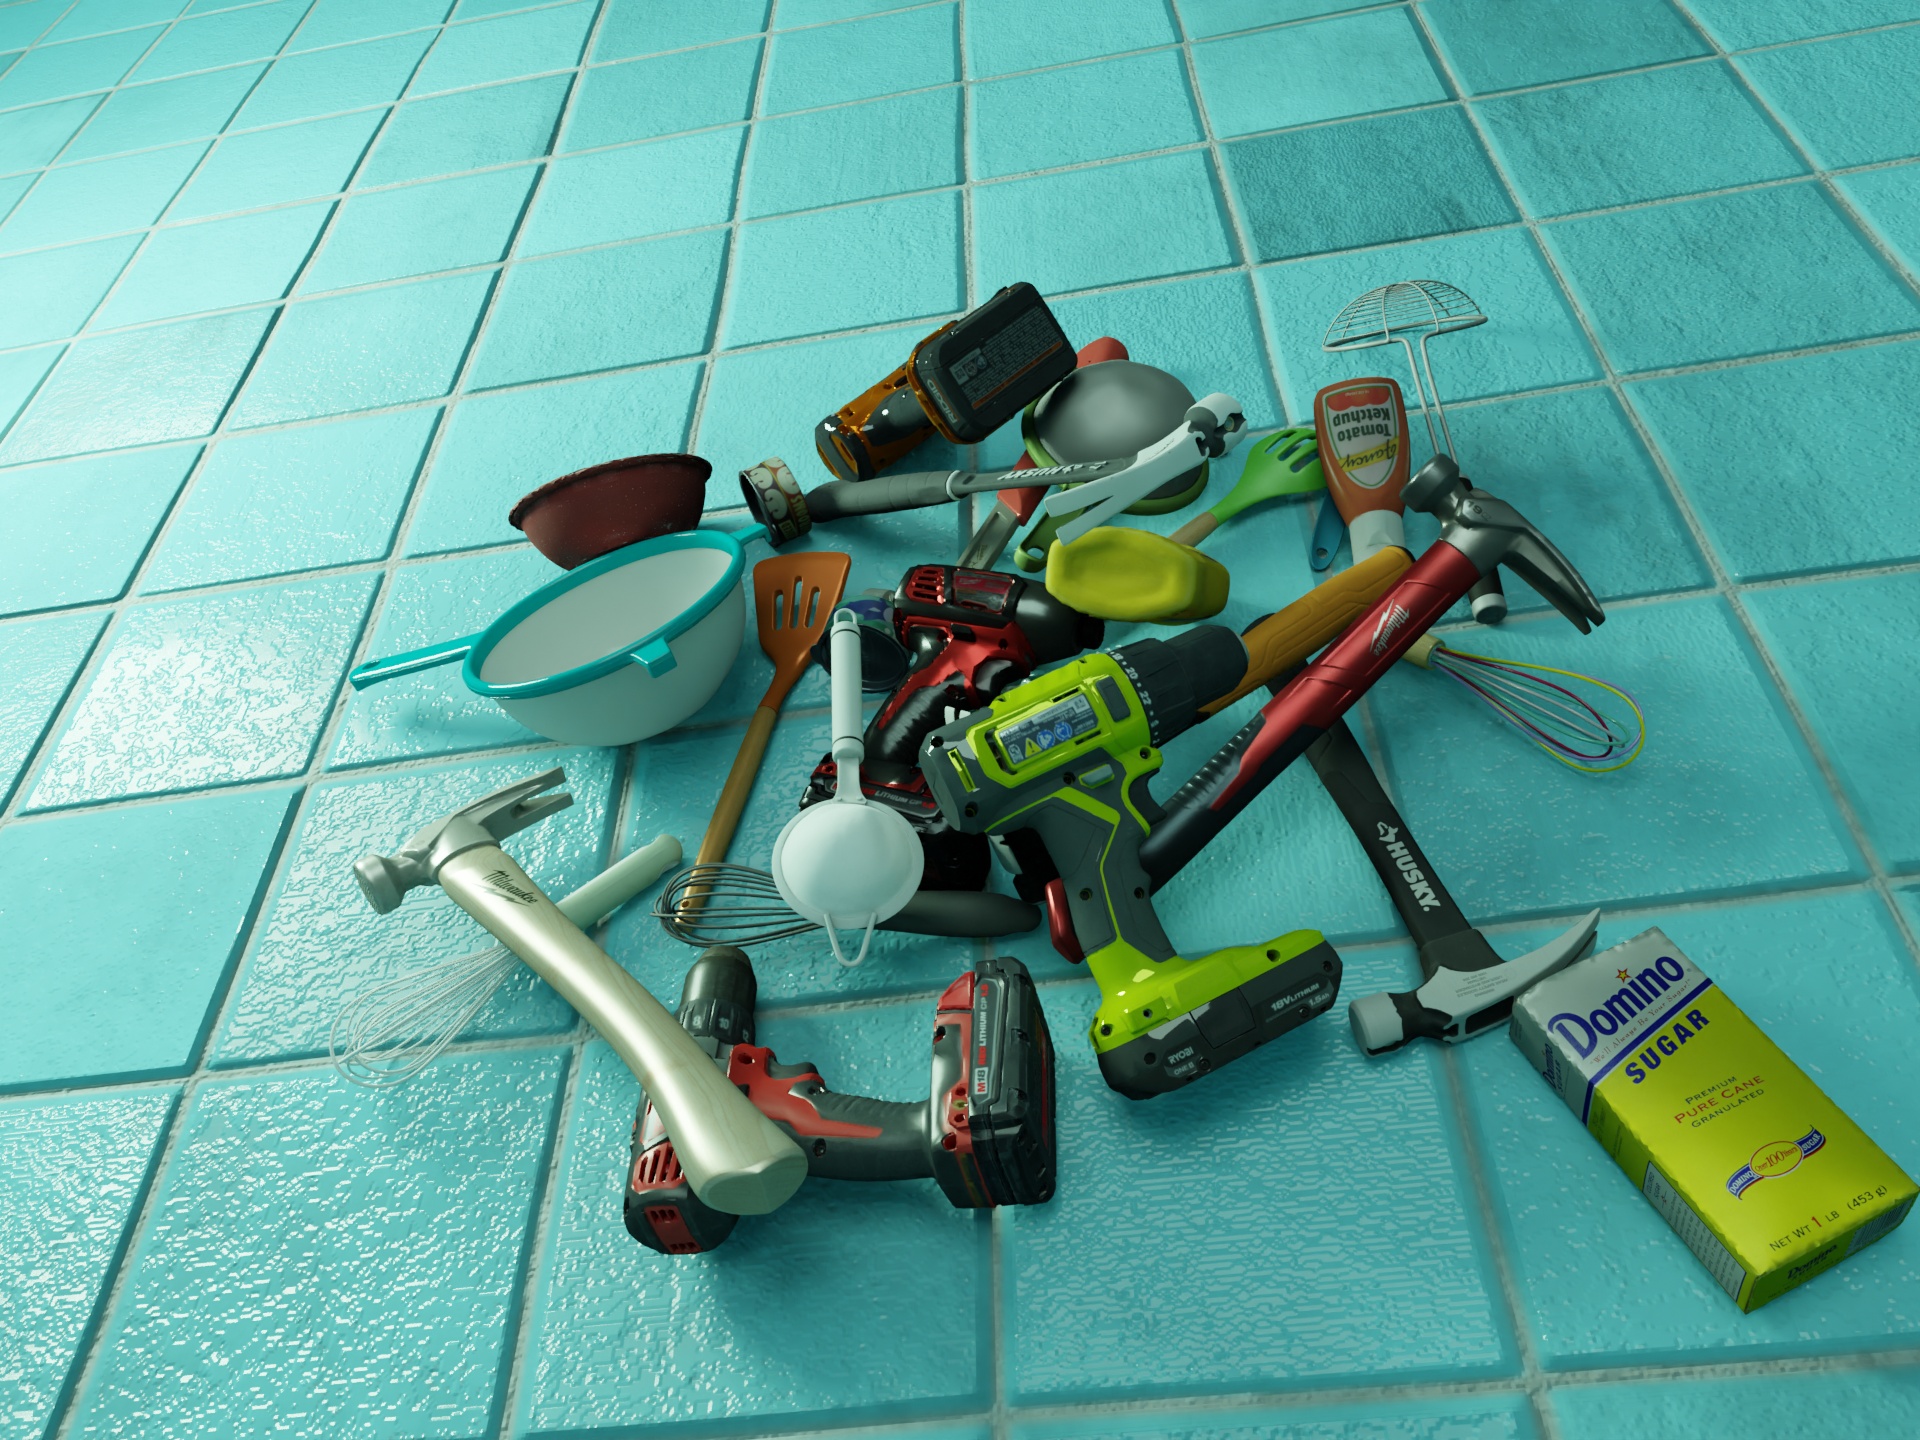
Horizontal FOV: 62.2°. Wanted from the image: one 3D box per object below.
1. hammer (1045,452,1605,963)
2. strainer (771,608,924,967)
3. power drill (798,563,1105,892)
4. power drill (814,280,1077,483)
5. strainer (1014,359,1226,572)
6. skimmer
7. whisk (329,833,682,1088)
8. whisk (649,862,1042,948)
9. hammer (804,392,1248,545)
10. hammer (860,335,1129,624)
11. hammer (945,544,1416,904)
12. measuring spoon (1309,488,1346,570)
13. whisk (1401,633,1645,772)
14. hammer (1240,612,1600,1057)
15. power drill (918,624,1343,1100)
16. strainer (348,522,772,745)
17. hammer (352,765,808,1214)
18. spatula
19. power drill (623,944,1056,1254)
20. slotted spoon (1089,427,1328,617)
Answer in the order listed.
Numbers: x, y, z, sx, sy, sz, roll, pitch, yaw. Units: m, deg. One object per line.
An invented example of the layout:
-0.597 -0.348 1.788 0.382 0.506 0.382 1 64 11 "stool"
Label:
0.206 0.012 0.937 0.386 0.038 0.143 -43 79 -11 "hammer"
-0.068 0.024 0.944 0.087 0.050 0.259 -1 48 -4 "strainer"
-0.002 -0.003 1.018 0.143 0.078 0.220 10 59 23 "power drill"
-0.006 -0.265 1.244 0.164 0.084 0.226 -40 15 -24 "power drill"
0.104 -0.197 1.162 0.151 0.069 0.256 29 46 7 "strainer"
0.356 -0.203 1.186 0.127 0.090 0.364 -9 55 10 "skimmer"
-0.277 0.143 0.991 0.246 0.057 0.059 -35 82 -25 "whisk"
-0.070 0.116 0.962 0.239 0.055 0.055 1 46 5 "whisk"
0.006 -0.162 1.113 0.149 0.036 0.409 -36 23 -30 "hammer"
0.062 -0.185 1.229 0.149 0.036 0.359 7 47 30 "hammer"
0.149 -0.026 0.973 0.337 0.127 0.034 -31 17 -19 "hammer"
0.275 -0.160 1.164 0.042 0.021 0.129 18 68 6 "measuring spoon"
0.321 -0.030 1.017 0.051 0.047 0.245 -28 40 -30 "whisk"
0.248 0.046 0.962 0.146 0.035 0.335 -17 44 -2 "hammer"
0.108 0.068 0.861 0.190 0.080 0.228 -24 79 -12 "power drill"
-0.290 -0.032 1.143 0.340 0.095 0.211 -11 29 24 "strainer"
-0.204 0.142 0.903 0.146 0.038 0.411 -30 38 -27 "hammer"
-0.144 0.006 1.095 0.081 0.041 0.323 -3 46 20 "spatula"
-0.066 0.190 0.870 0.226 0.080 0.188 -9 39 10 "power drill"
0.167 -0.132 1.166 0.314 0.031 0.070 -37 57 -19 "slotted spoon"
